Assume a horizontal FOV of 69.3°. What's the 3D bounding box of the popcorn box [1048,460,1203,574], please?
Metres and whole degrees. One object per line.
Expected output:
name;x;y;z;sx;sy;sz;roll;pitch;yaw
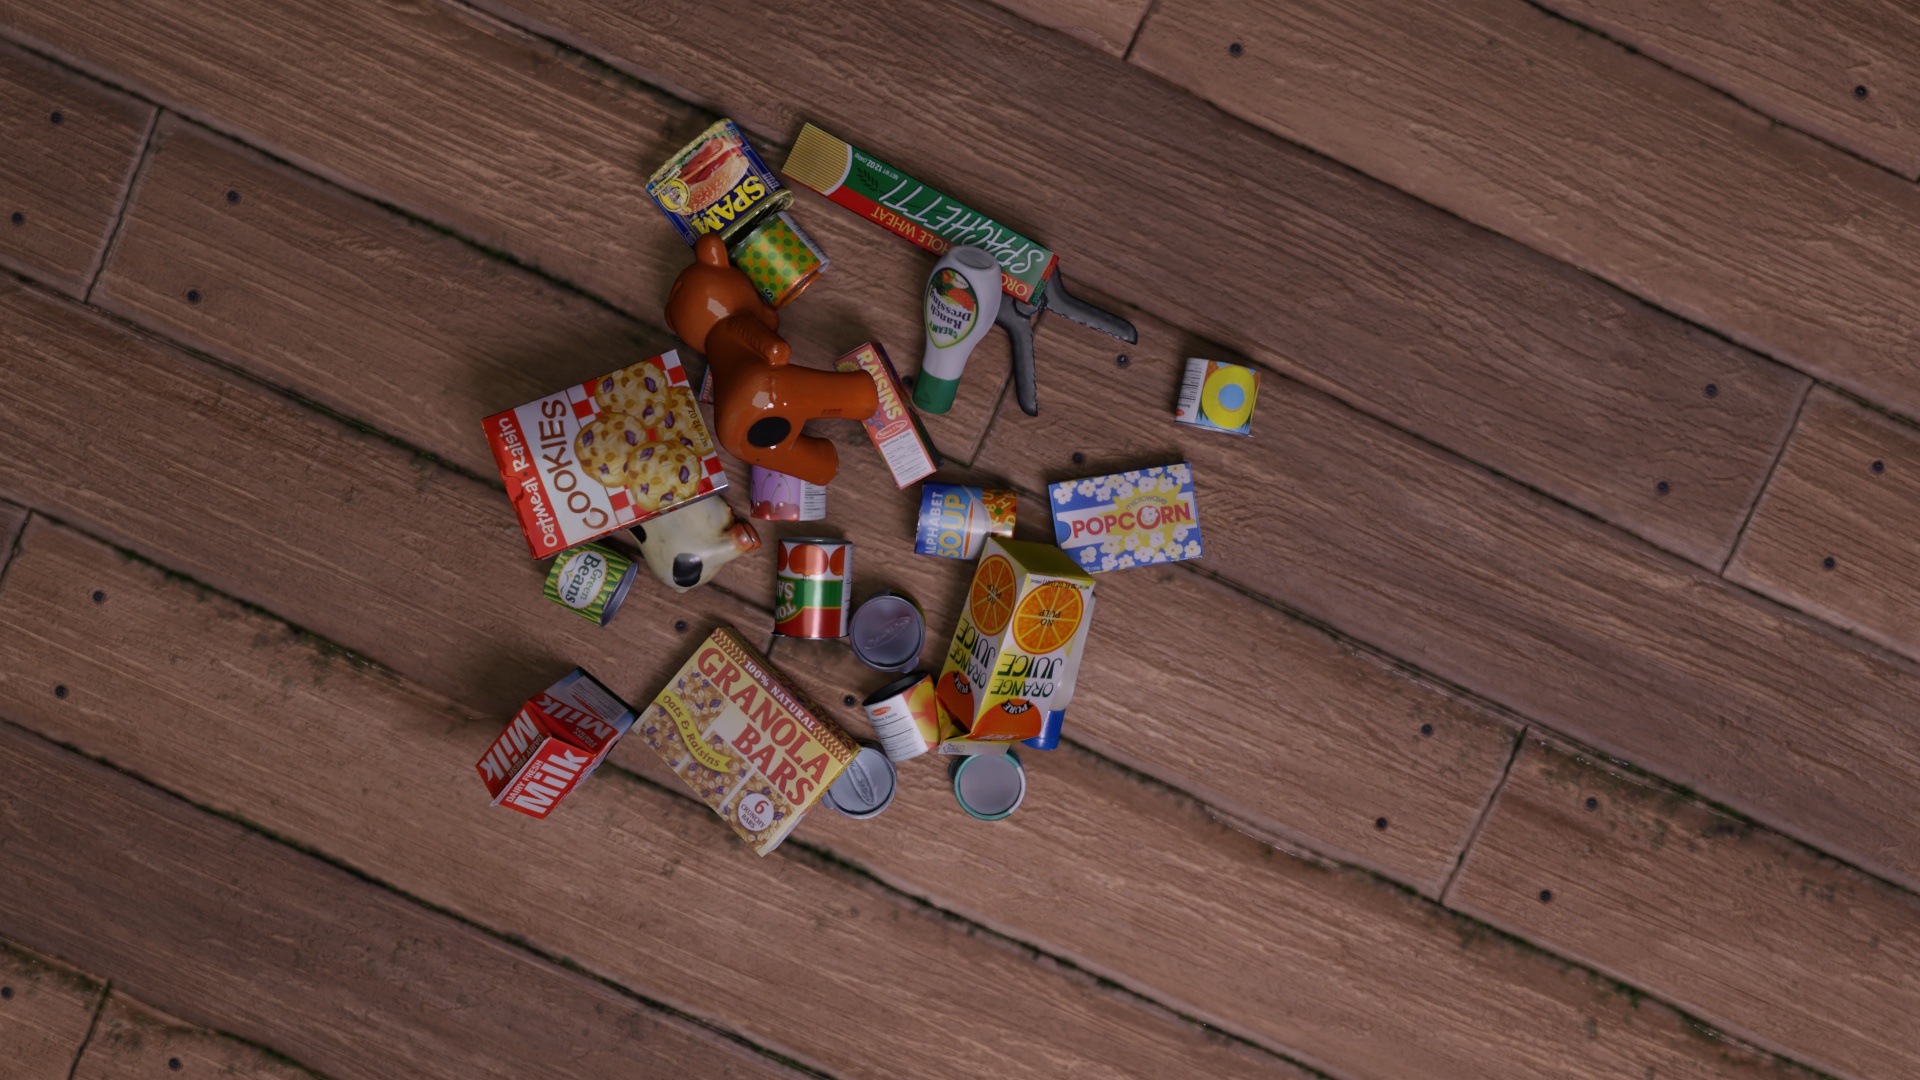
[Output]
popcorn box;0.145;-0.019;1.228;0.127;0.038;0.085;-9;96;1

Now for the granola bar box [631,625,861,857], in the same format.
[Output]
granola bar box;-0.188;0.175;1.227;0.166;0.039;0.124;42;95;10

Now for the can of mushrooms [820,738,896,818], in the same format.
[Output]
can of mushrooms;-0.092;0.215;1.251;0.071;0.033;0.071;0;96;0

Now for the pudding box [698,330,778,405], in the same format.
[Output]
pudding box;-0.195;-0.156;1.220;0.050;0.030;0.083;16;95;0

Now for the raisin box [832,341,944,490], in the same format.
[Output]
raisin box;-0.061;-0.108;1.196;0.040;0.086;0.123;-27;95;7

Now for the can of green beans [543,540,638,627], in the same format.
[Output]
can of green beans;-0.324;0.034;1.219;0.058;0.071;0.071;27;95;-2

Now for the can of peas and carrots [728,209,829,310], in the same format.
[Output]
can of peas and carrots;-0.157;-0.239;1.195;0.071;0.071;0.058;-43;94;4

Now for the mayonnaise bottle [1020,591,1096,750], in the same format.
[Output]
mayonnaise bottle;0.084;0.110;1.229;0.041;0.065;0.147;9;100;-13

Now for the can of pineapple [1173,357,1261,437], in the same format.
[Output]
can of pineapple;0.225;-0.124;1.205;0.071;0.071;0.057;11;95;-1

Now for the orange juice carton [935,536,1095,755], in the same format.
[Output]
orange juice carton;0.039;0.101;1.186;0.072;0.073;0.192;8;110;-32

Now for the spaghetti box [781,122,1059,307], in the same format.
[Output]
spaghetti box;-0.035;-0.279;1.190;0.250;0.029;0.050;29;98;7

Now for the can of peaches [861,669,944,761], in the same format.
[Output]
can of peaches;-0.044;0.155;1.231;0.071;0.071;0.058;-25;95;2

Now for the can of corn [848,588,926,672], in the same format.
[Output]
can of corn;-0.062;0.080;1.226;0.071;0.058;0.071;0;95;0

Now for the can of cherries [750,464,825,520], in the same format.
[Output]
can of cherries;-0.153;-0.048;1.213;0.071;0.071;0.058;1;96;0

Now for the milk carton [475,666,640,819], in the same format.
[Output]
milk carton;-0.341;0.171;1.168;0.073;0.191;0.072;39;94;-3

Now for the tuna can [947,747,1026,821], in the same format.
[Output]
tuna can;0.024;0.216;1.251;0.071;0.033;0.071;0;95;0

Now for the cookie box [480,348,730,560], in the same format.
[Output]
cookie box;-0.291;-0.070;1.144;0.168;0.040;0.123;-22;89;-10

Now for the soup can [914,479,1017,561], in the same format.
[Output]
soup can;0.004;-0.015;1.212;0.084;0.071;0.071;7;95;-1

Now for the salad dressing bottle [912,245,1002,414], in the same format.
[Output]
salad dressing bottle;-0.007;-0.176;1.179;0.064;0.044;0.146;33;130;19

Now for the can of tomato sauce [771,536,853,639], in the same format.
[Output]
can of tomato sauce;-0.131;0.041;1.219;0.071;0.071;0.083;3;95;0
